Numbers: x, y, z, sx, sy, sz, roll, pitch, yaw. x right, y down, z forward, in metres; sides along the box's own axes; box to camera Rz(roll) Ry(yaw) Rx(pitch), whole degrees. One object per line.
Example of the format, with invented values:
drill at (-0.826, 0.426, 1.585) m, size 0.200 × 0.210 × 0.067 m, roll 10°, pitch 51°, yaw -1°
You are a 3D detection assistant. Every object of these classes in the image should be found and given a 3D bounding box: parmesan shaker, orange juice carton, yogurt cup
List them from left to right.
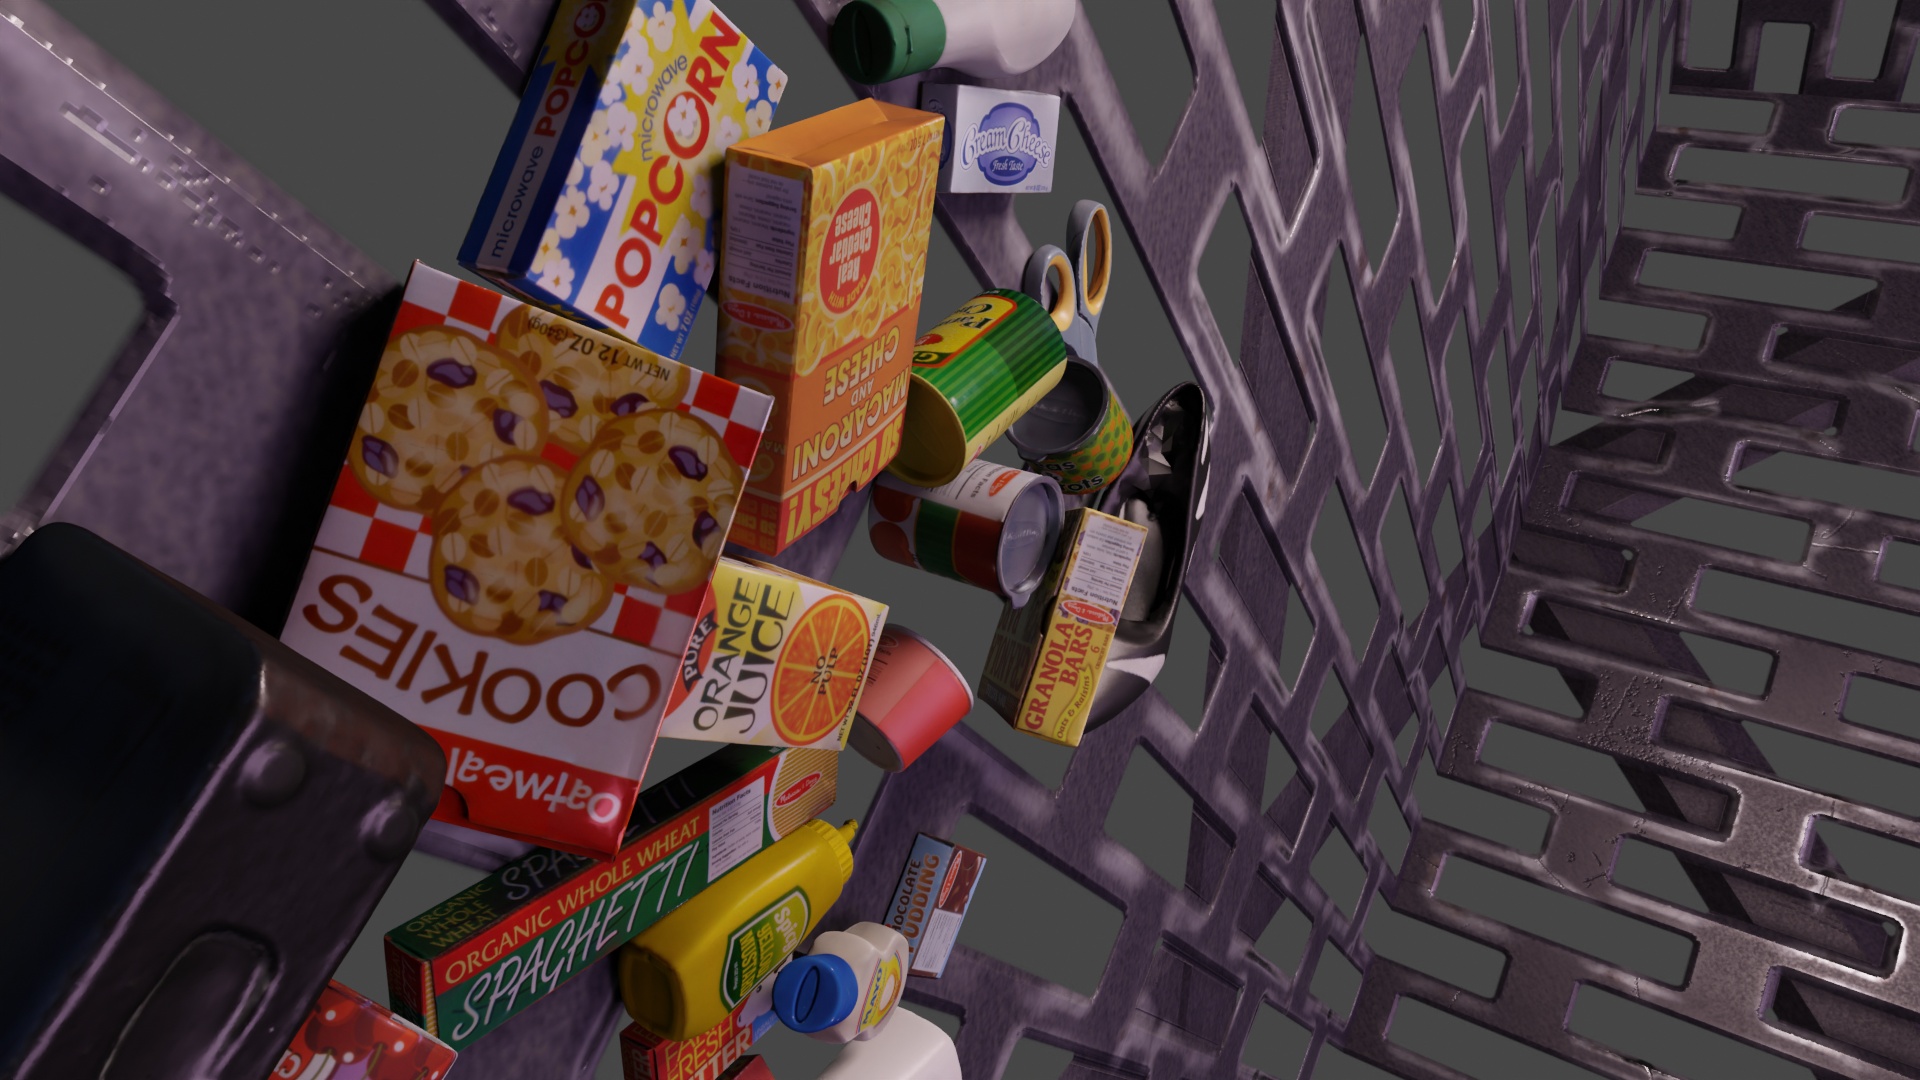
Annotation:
orange juice carton at (-0.116, 0.037, 0.566) m, size 0.192 × 0.073 × 0.072 m, roll 20°, pitch 87°, yaw -60°
yogurt cup at (-0.035, 0.086, 0.739) m, size 0.054 × 0.072 × 0.072 m, roll -47°, pitch 141°, yaw -26°
parmesan shaker at (0.000, -0.080, 0.718) m, size 0.103 × 0.071 × 0.071 m, roll -45°, pitch 139°, yaw -42°

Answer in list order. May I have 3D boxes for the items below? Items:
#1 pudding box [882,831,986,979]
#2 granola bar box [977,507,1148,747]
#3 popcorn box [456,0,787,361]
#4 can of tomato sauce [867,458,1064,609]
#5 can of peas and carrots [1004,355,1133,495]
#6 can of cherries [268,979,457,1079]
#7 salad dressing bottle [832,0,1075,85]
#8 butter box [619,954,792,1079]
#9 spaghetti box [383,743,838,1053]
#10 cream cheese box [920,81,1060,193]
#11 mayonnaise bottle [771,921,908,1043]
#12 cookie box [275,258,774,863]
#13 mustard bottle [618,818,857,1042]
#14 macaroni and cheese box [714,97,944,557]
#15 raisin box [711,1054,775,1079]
pudding box at (-0.019, 0.228, 0.867) m, size 0.049 × 0.030 × 0.084 m, roll 39°, pitch 70°, yaw -57°
granola bar box at (0.054, 0.046, 0.806) m, size 0.165 × 0.039 × 0.124 m, roll 171°, pitch -63°, yaw -84°
popcorn box at (-0.120, -0.138, 0.509) m, size 0.085 × 0.038 × 0.127 m, roll 30°, pitch 78°, yaw -60°
can of tomato sauce at (0.003, -0.009, 0.734) m, size 0.071 × 0.083 × 0.071 m, roll -34°, pitch 132°, yaw -48°
can of peas and carrots at (0.064, -0.066, 0.828) m, size 0.071 × 0.071 × 0.058 m, roll -66°, pitch 150°, yaw -14°
can of cherries at (-0.218, 0.184, 0.472) m, size 0.058 × 0.071 × 0.071 m, roll -60°, pitch 147°, yaw -24°
salad dressing bottle at (-0.001, -0.246, 0.656) m, size 0.148 × 0.044 × 0.064 m, roll -36°, pitch 129°, yaw -46°
butter box at (-0.125, 0.240, 0.699) m, size 0.104 × 0.024 × 0.053 m, roll -31°, pitch 130°, yaw -50°
spaghetti box at (-0.141, 0.142, 0.619) m, size 0.251 × 0.029 × 0.050 m, roll -25°, pitch 125°, yaw -53°
cream cheese box at (0.015, -0.207, 0.720) m, size 0.104 × 0.024 × 0.053 m, roll -21°, pitch 121°, yaw -55°
mayonnaise bottle at (-0.064, 0.240, 0.748) m, size 0.148 × 0.041 × 0.065 m, roll 57°, pitch 49°, yaw -73°
cookie box at (-0.149, 0.009, 0.463) m, size 0.123 × 0.040 × 0.167 m, roll 20°, pitch 86°, yaw -21°
mustard bottle at (-0.098, 0.178, 0.689) m, size 0.161 × 0.049 × 0.065 m, roll -32°, pitch 134°, yaw -49°
macaroni and cheese box at (-0.057, -0.093, 0.593) m, size 0.124 × 0.040 × 0.165 m, roll -47°, pitch 150°, yaw -56°
raisin box at (-0.129, 0.326, 0.680) m, size 0.124 × 0.040 × 0.086 m, roll -34°, pitch 97°, yaw -48°
